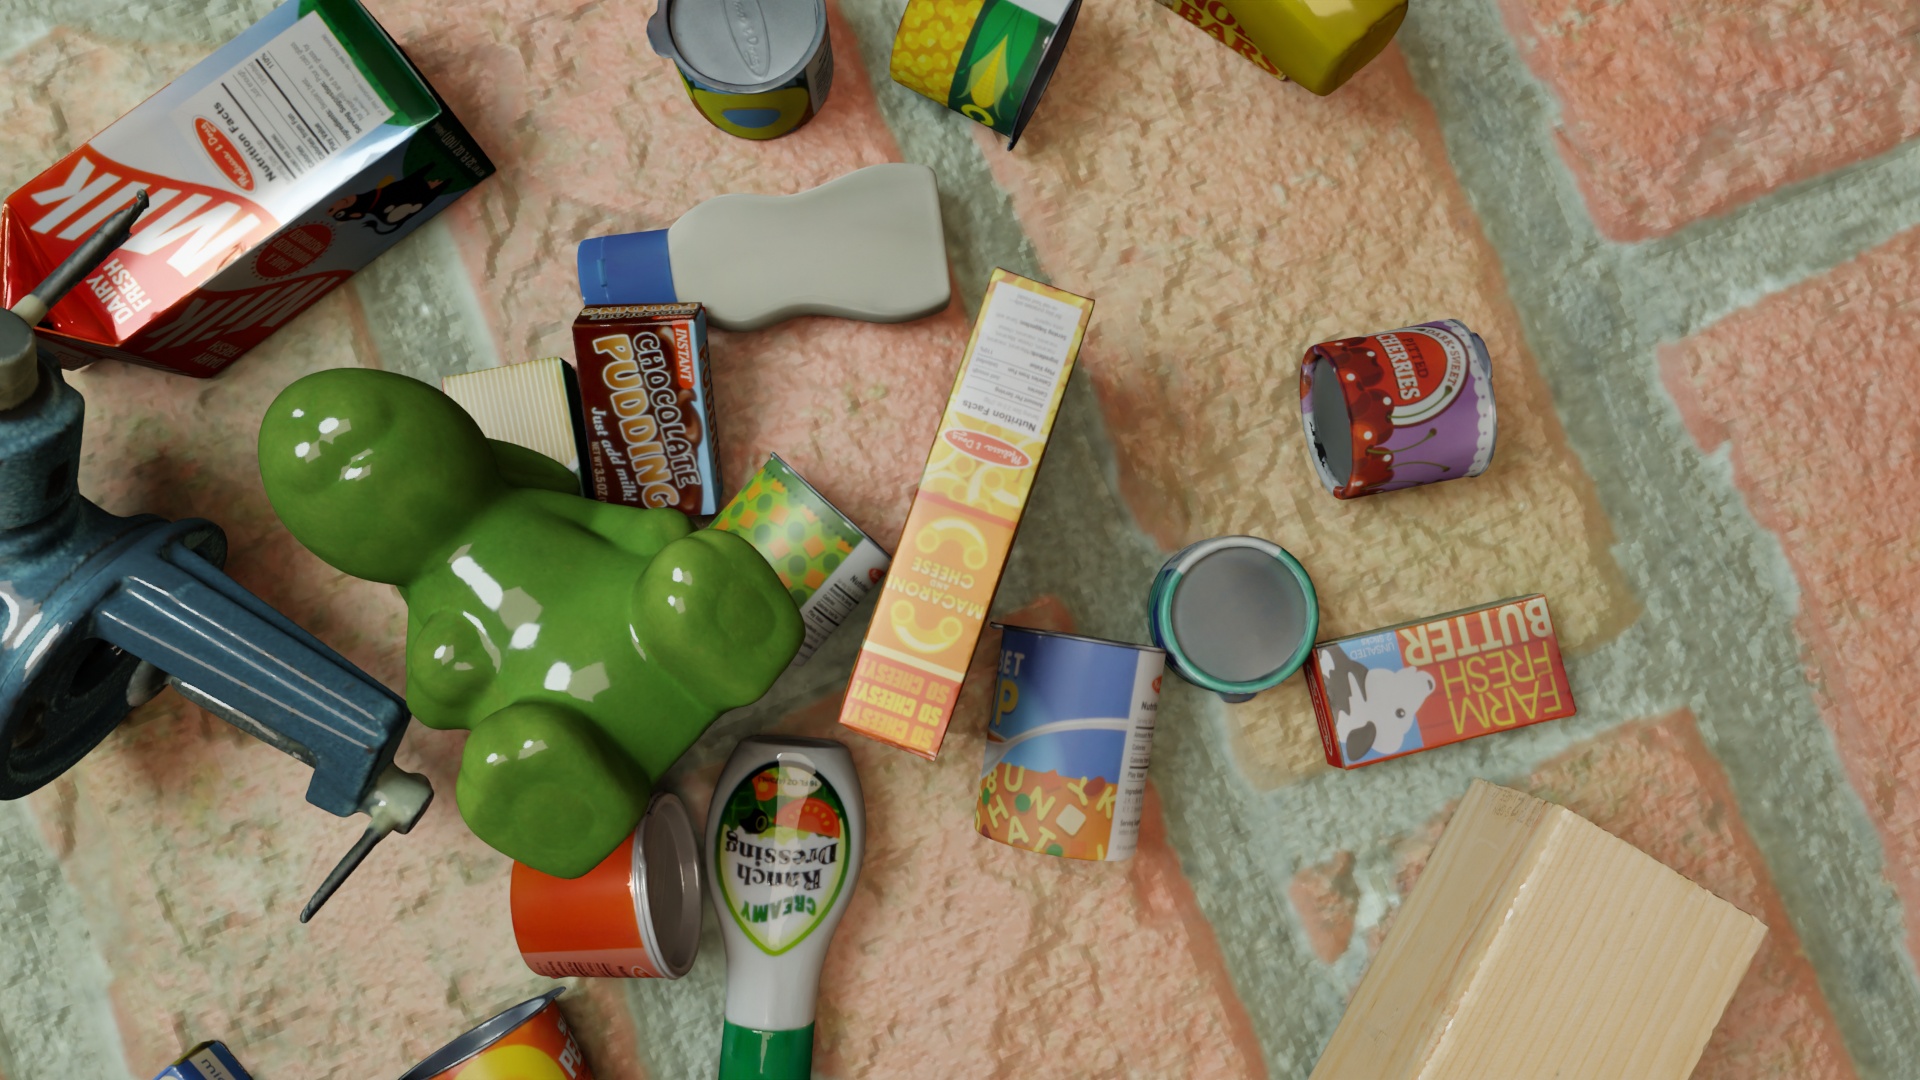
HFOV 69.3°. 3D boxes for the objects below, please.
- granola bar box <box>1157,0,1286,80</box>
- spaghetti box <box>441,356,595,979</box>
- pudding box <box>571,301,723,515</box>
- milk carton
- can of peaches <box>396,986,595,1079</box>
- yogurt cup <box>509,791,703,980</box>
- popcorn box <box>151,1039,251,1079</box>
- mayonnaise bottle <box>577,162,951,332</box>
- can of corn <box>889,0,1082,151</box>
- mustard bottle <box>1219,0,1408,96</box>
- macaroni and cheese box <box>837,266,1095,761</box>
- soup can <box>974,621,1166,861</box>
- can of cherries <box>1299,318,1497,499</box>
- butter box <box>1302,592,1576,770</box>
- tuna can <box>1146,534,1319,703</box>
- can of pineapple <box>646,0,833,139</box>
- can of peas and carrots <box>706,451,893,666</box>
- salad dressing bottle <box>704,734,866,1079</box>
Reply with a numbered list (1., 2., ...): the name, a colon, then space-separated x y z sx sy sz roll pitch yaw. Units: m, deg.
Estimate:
1. granola bar box: 0.106 -0.295 0.592 0.165 0.039 0.124 33 87 0
2. spaghetti box: -0.162 0.051 0.566 0.050 0.028 0.250 -11 87 -4
3. pudding box: -0.124 -0.052 0.557 0.050 0.030 0.083 -2 115 -2
4. milk carton: -0.292 -0.130 0.551 0.191 0.072 0.073 -38 89 -5
5. can of peaches: -0.174 0.217 0.538 0.071 0.071 0.058 -27 88 -3
6. yogurt cup: -0.131 0.131 0.516 0.054 0.072 0.072 -8 87 5
7. popcorn box: -0.294 0.275 0.543 0.085 0.038 0.126 -41 89 -5
8. mayonnaise bottle: -0.080 -0.116 0.574 0.148 0.041 0.064 -7 91 -1
9. can of corn: 0.010 -0.205 0.571 0.058 0.071 0.071 26 86 0
10. mustard bottle: 0.106 -0.249 0.539 0.049 0.065 0.160 -38 85 3
11. macaroni and cheese box: 0.002 -0.007 0.529 0.040 0.123 0.166 19 86 2
12. soup can: 0.041 0.079 0.554 0.071 0.071 0.084 9 87 -2
13. can of cherries: 0.176 -0.055 0.565 0.058 0.071 0.071 -10 87 -2
14. butter box: 0.200 0.058 0.582 0.103 0.024 0.053 -13 87 -3
15. tuna can: 0.113 0.033 0.576 0.071 0.033 0.071 0 86 -2
16. can of pineapple: -0.088 -0.205 0.570 0.071 0.058 0.071 0 86 -2
17. can of peas and carrots: -0.071 0.007 0.555 0.071 0.071 0.059 41 87 1
18. salad dressing bottle: -0.073 0.154 0.556 0.064 0.044 0.147 5 87 -3
